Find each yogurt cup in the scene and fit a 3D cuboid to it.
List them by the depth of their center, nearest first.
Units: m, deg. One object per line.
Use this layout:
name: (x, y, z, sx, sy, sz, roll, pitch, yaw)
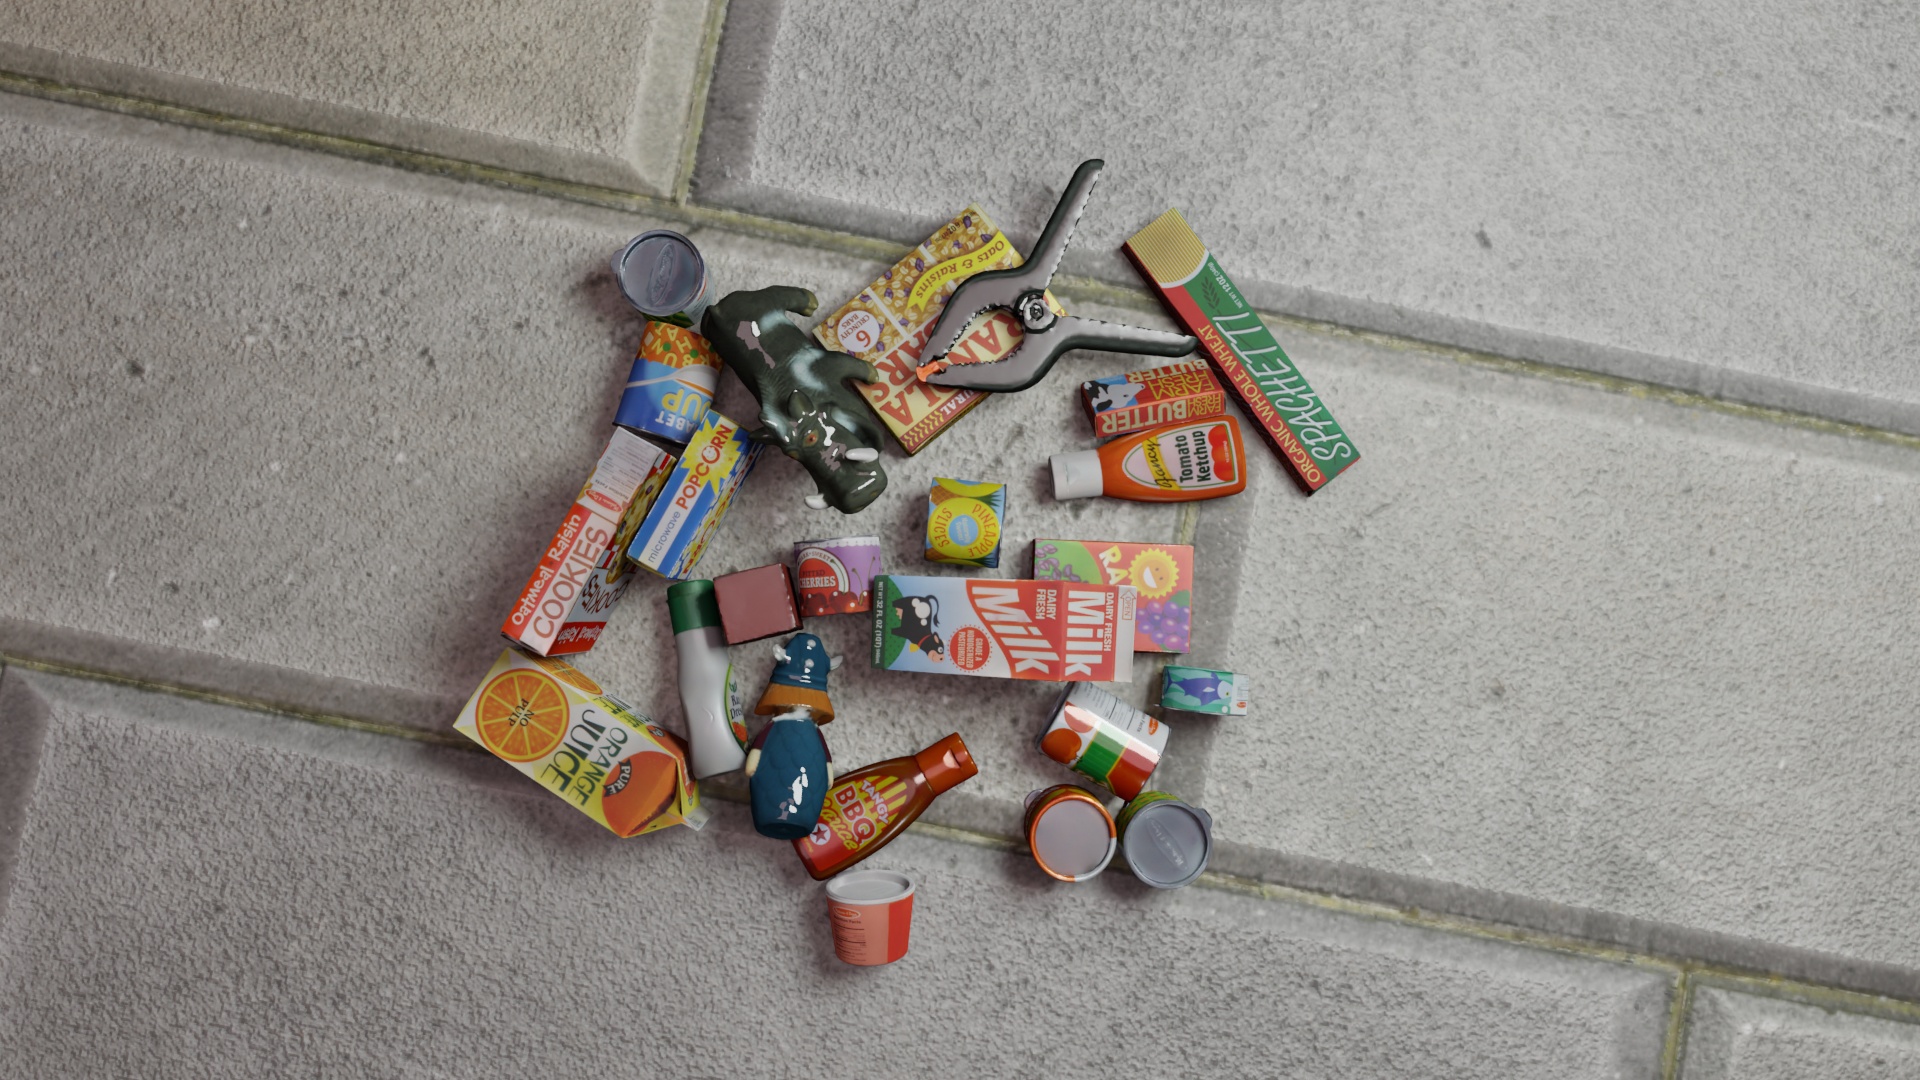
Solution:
yogurt cup: (-0.067, 0.285, 1.046, 0.072, 0.072, 0.054, -1, 95, -1)

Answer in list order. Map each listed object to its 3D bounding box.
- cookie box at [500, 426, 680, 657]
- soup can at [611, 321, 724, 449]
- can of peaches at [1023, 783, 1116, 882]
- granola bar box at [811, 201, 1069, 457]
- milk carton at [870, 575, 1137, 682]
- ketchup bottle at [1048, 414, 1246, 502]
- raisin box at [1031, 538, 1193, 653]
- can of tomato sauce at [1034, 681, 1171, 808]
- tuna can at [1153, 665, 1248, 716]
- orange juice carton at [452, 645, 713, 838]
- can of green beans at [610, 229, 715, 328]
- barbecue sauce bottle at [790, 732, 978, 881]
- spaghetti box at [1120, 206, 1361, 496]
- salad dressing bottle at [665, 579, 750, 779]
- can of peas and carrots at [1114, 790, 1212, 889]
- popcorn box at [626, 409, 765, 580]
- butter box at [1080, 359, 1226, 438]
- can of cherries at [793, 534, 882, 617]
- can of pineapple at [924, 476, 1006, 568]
cookie box: (-0.265, 0.004, 1.027, 0.040, 0.123, 0.167, 29, 87, 1)
soup can: (-0.219, -0.117, 1.062, 0.071, 0.071, 0.084, 18, 86, 0)
can of peaches: (0.081, 0.220, 1.055, 0.071, 0.058, 0.071, 0, 87, -2)
granola bar box: (-0.014, -0.164, 1.085, 0.165, 0.039, 0.124, -39, 89, -3)
milk carton: (0.036, 0.064, 1.022, 0.190, 0.073, 0.072, 2, 88, 23)
ketchup bottle: (0.144, -0.058, 1.081, 0.149, 0.043, 0.064, -8, 86, -1)
raisin box: (0.116, 0.043, 1.076, 0.123, 0.040, 0.086, 2, 86, 0)
can of tomato sauce: (0.106, 0.152, 1.056, 0.083, 0.071, 0.071, 30, 87, 1)
tuna can: (0.184, 0.114, 1.061, 0.071, 0.071, 0.033, 6, 87, -1)
orange juice carton: (-0.271, 0.159, 1.043, 0.193, 0.072, 0.073, 33, 87, 1)
can of green beans: (-0.226, -0.200, 1.073, 0.071, 0.058, 0.071, 0, 87, -1)
barbecue sauce bottle: (-0.059, 0.198, 1.060, 0.149, 0.043, 0.065, -29, 79, -3)
spaghetti box: (0.221, -0.149, 1.095, 0.050, 0.028, 0.250, -36, 88, -2)
salad dressing bottle: (-0.193, 0.104, 1.056, 0.044, 0.064, 0.148, -13, 80, 1)
can of peas and carrots: (0.155, 0.225, 1.056, 0.071, 0.058, 0.071, 0, 87, -2)
popcorn box: (-0.198, -0.032, 1.050, 0.038, 0.085, 0.127, 29, 87, 2)
butter box: (0.149, -0.111, 1.079, 0.103, 0.053, 0.024, -11, 127, -2)
can of cherries: (-0.094, 0.027, 1.056, 0.071, 0.071, 0.058, -5, 88, -2)
can of pineapple: (0.004, -0.013, 1.061, 0.058, 0.071, 0.071, 6, 87, 0)
